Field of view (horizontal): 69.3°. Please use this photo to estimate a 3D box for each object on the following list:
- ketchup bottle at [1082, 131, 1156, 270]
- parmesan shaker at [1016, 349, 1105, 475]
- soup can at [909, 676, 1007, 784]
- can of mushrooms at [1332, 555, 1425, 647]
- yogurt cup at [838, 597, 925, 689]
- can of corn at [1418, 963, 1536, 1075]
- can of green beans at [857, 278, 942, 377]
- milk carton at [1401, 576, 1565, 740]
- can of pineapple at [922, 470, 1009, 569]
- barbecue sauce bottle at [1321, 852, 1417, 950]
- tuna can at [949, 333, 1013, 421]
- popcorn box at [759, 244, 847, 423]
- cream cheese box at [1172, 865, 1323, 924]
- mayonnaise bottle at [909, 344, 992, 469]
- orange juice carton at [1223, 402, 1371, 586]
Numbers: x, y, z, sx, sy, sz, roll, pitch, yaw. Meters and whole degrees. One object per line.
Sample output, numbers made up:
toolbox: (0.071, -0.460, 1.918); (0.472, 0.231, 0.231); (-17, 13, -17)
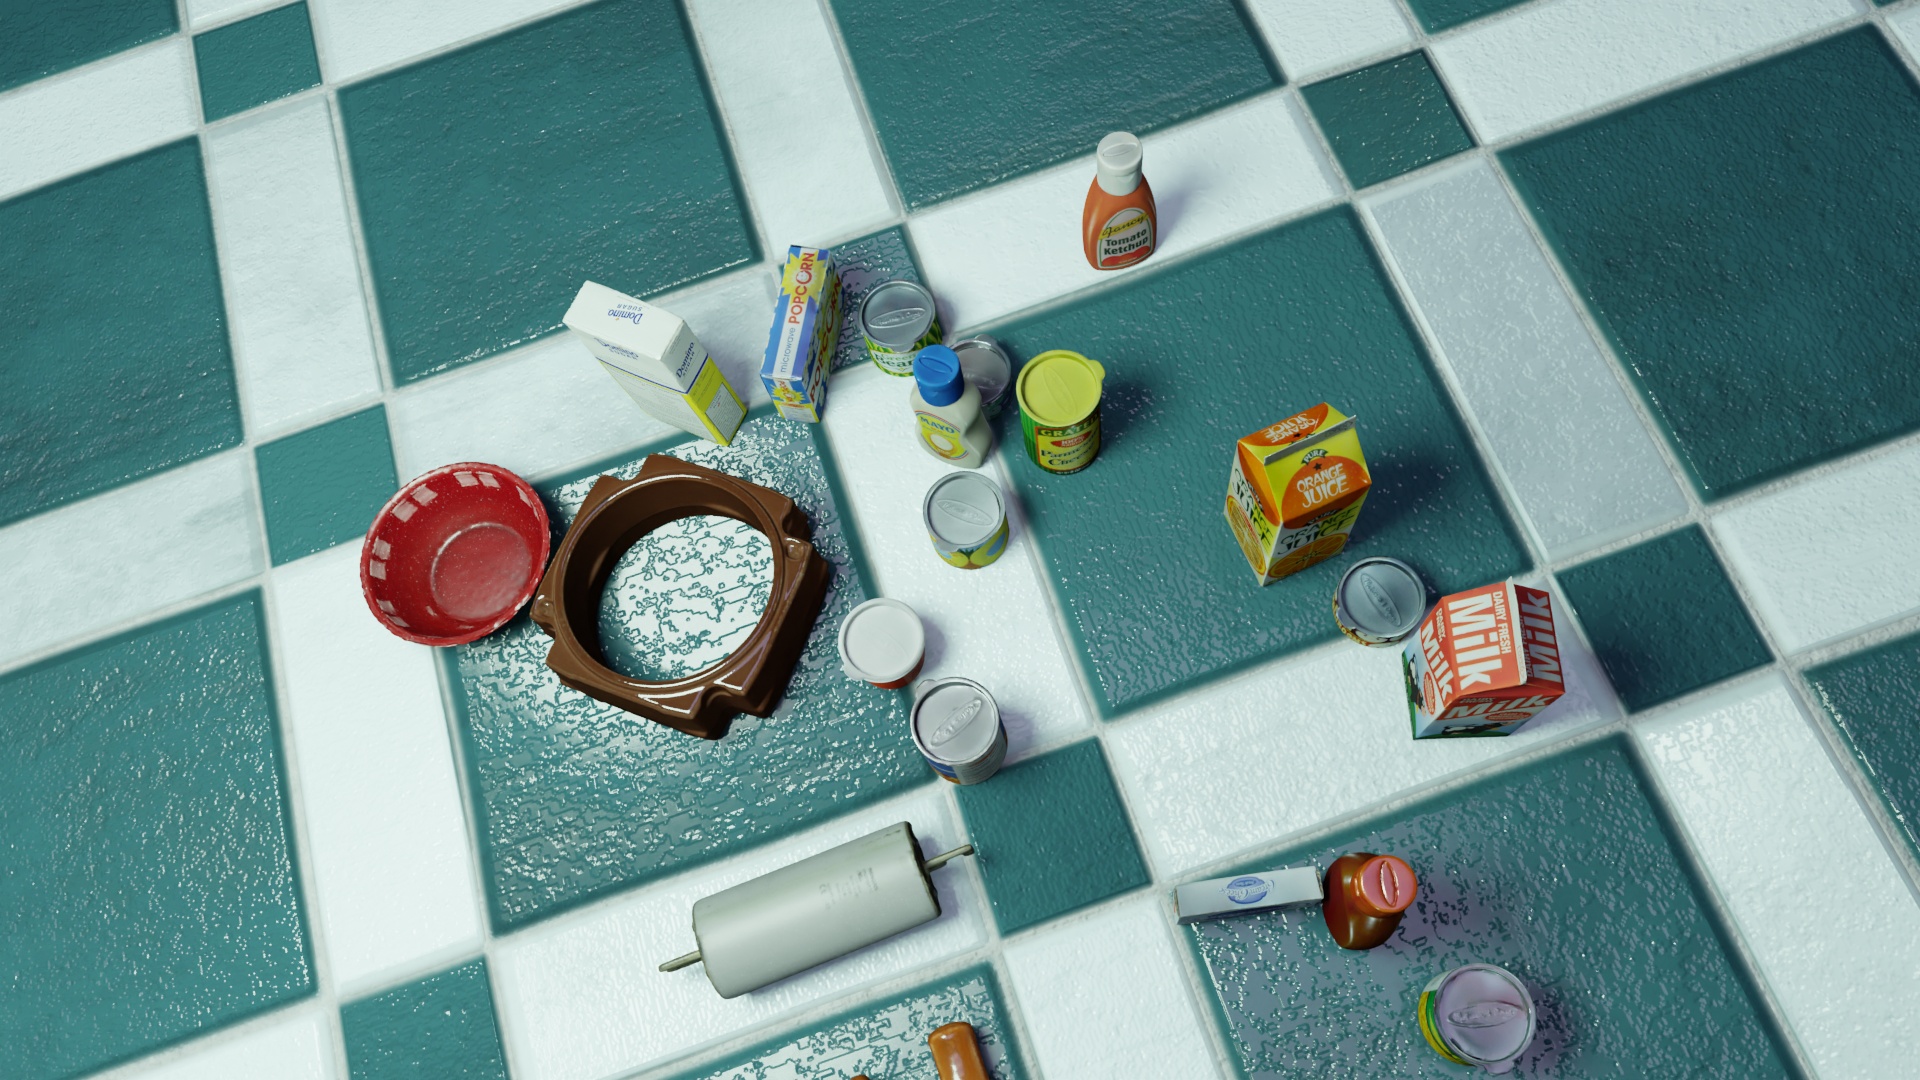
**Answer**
ketchup bottle: (0.133, -0.283, 1.163); (0.065, 0.148, 0.043); (-17, 69, 0)
parmesan shaker: (0.084, -0.102, 1.124); (0.071, 0.102, 0.071); (-2, 70, 6)
soup can: (-0.001, 0.143, 1.050); (0.071, 0.083, 0.071); (-2, 69, 6)
can of mushrooms: (0.322, 0.049, 1.077); (0.071, 0.033, 0.071); (-2, 69, 6)
yogurt cup: (-0.058, 0.085, 1.095); (0.072, 0.053, 0.072); (-2, 69, 6)
can of corn: (0.354, 0.329, 0.954); (0.071, 0.058, 0.071); (-2, 69, 6)
can of green beans: (-0.051, -0.181, 1.193); (0.071, 0.057, 0.071); (-2, 69, 6)
milk carton: (0.367, 0.086, 0.974); (0.073, 0.190, 0.072); (-3, 70, 5)
can of pineapple: (0.004, -0.014, 1.123); (0.071, 0.057, 0.071); (-2, 69, 6)
barbecue sauce bottle: (0.278, 0.242, 0.947); (0.044, 0.148, 0.065); (-5, 69, 5)
tuna can: (0.013, -0.138, 1.183); (0.071, 0.032, 0.071); (-2, 69, 6)
popcorn box: (-0.133, -0.175, 1.185); (0.038, 0.085, 0.127); (7, 70, 9)
cream cheese box: (0.205, 0.256, 1.001); (0.104, 0.053, 0.024); (-9, 69, 3)
mayonnaise bottle: (-0.011, -0.107, 1.112); (0.065, 0.147, 0.041); (22, 74, 14)
orange juice carton: (0.249, -0.038, 1.033); (0.072, 0.192, 0.073); (-23, 69, -2)
